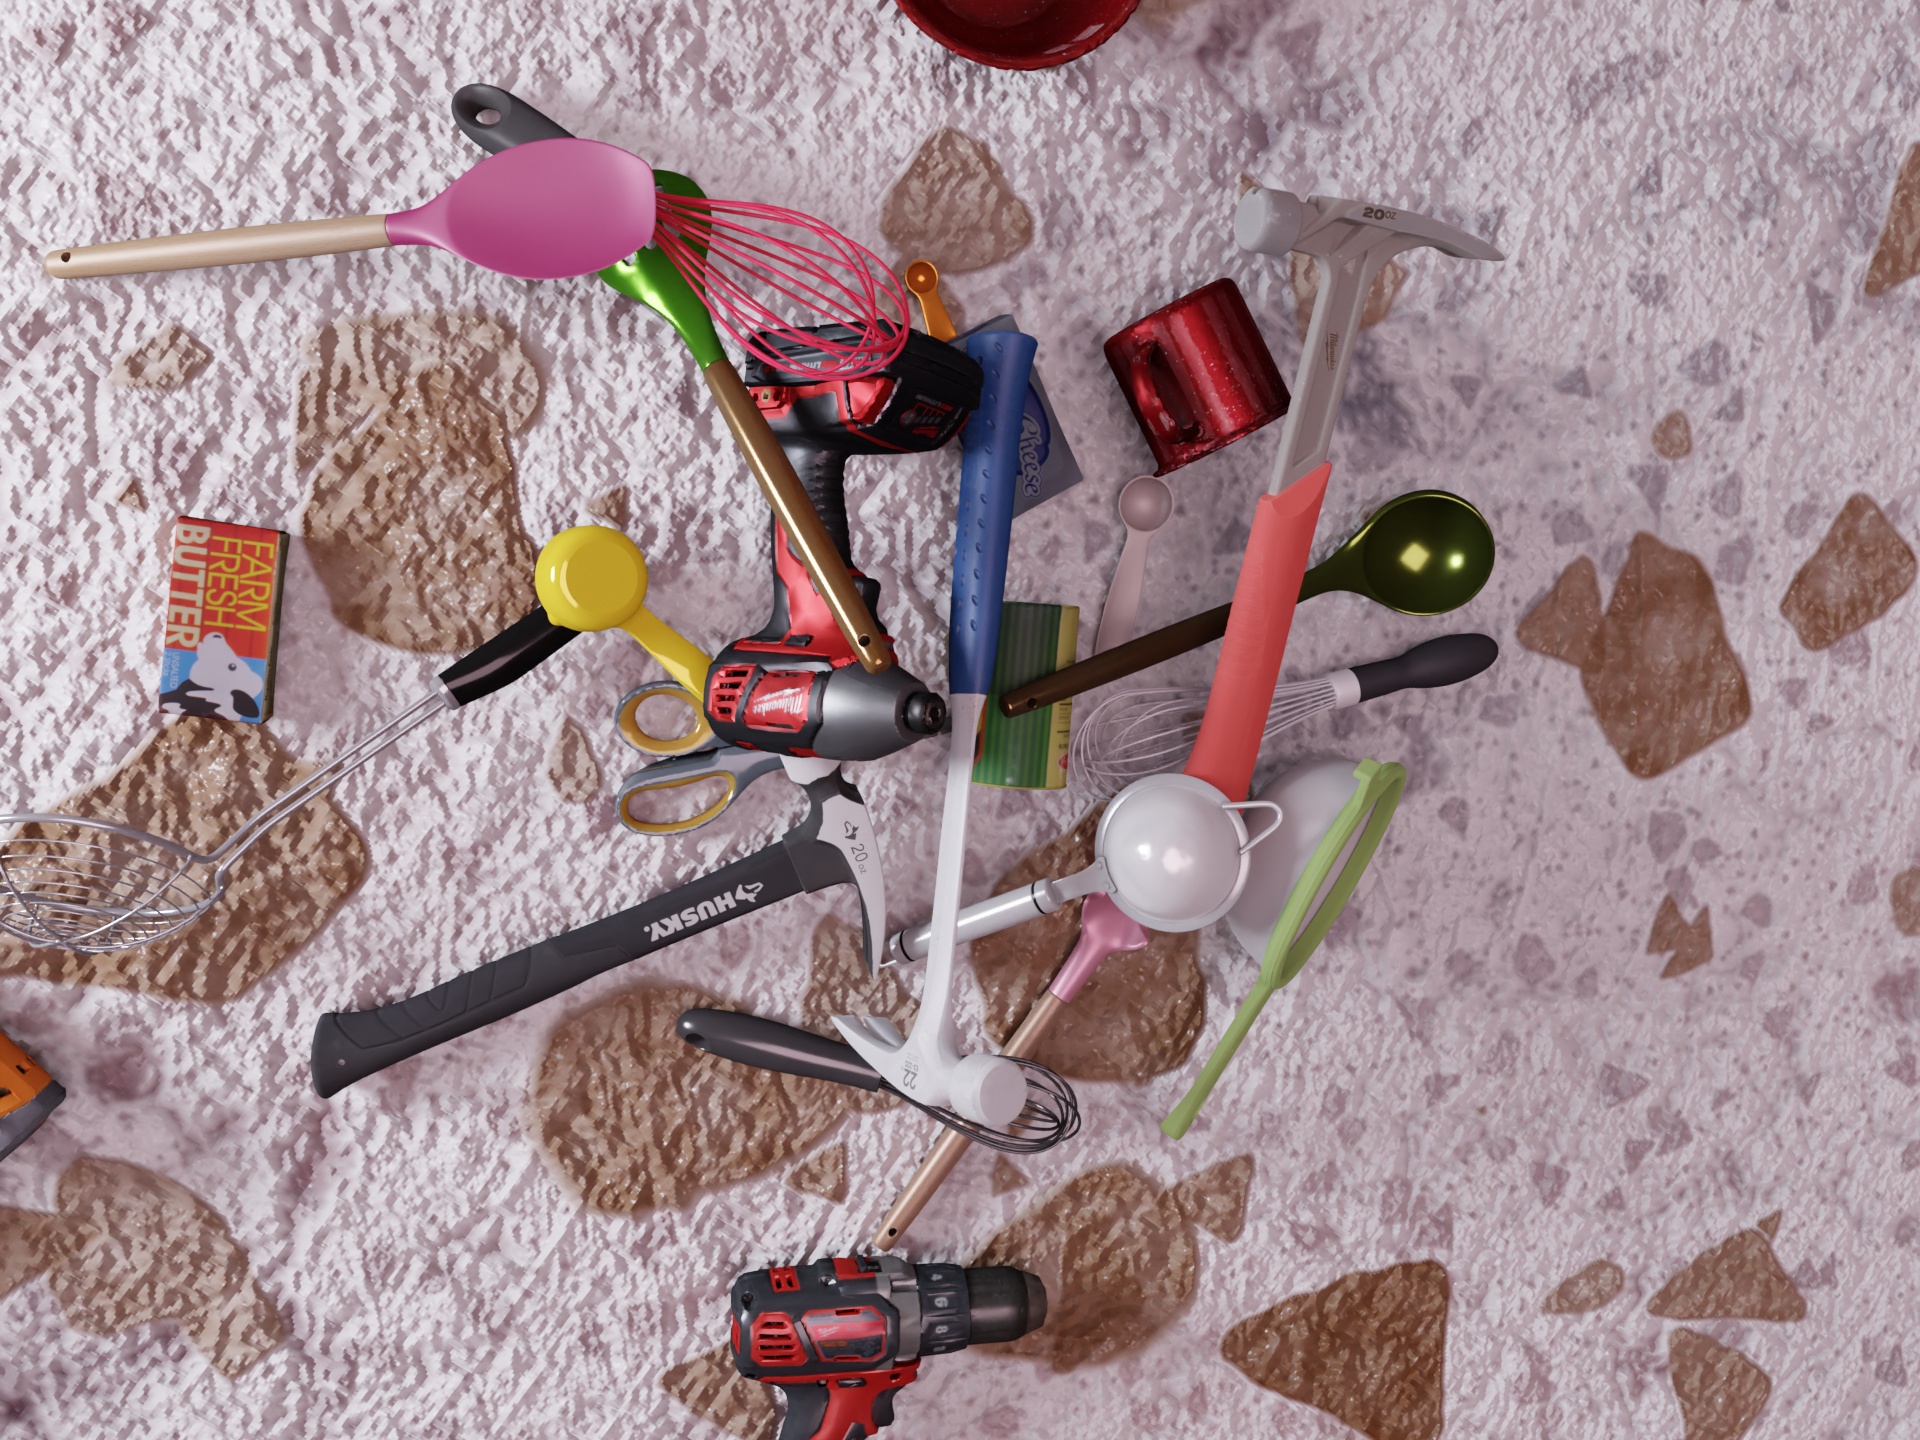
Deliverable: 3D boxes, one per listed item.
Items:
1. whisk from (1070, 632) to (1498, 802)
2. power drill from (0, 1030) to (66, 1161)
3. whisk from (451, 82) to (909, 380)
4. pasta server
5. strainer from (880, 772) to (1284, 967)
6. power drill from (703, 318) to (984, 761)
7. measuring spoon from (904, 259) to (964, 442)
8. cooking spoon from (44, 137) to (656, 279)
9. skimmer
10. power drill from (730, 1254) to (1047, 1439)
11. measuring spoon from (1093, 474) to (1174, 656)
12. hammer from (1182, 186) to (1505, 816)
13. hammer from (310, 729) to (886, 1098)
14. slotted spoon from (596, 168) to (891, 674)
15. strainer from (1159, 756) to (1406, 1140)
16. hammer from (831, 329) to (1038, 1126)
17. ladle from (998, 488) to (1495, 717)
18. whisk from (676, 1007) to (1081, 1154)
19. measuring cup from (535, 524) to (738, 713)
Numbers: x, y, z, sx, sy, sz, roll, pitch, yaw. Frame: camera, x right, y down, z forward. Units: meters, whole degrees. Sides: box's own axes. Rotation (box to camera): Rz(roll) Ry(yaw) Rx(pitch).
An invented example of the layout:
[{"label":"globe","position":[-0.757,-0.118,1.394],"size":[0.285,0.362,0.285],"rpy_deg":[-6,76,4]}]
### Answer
[{"label":"whisk","position":[0.197,-0.012,0.945],"size":[0.284,0.070,0.070],"rpy_deg":[-15,101,-14]},{"label":"power drill","position":[-0.599,0.214,0.798],"size":[0.226,0.084,0.164],"rpy_deg":[-43,103,-8]},{"label":"whisk","position":[-0.144,-0.246,0.781],"size":[0.296,0.073,0.073],"rpy_deg":[33,90,19]},{"label":"pasta server","position":[0.043,0.188,0.948],"size":[0.060,0.040,0.316],"rpy_deg":[36,91,-4]},{"label":"strainer","position":[0.055,0.096,0.883],"size":[0.258,0.050,0.087],"rpy_deg":[-23,84,25]},{"label":"power drill","position":[-0.058,-0.088,0.826],"size":[0.078,0.143,0.220],"rpy_deg":[9,88,-52]},{"label":"measuring spoon","position":[-0.006,-0.203,0.900],"size":[0.021,0.011,0.117],"rpy_deg":[-25,105,-15]},{"label":"cooking spoon","position":[-0.300,-0.237,0.774],"size":[0.319,0.017,0.069],"rpy_deg":[-3,86,9]},{"label":"skimmer","position":[-0.337,0.002,0.832],"size":[0.363,0.127,0.090],"rpy_deg":[-37,67,-16]},{"label":"power drill","position":[-0.043,0.429,0.946],"size":[0.188,0.080,0.226],"rpy_deg":[0,95,-12]},{"label":"measuring spoon","position":[0.096,-0.084,0.936],"size":[0.034,0.018,0.124],"rpy_deg":[10,102,-15]},{"label":"hammer","position":[0.178,-0.091,0.853],"size":[0.149,0.037,0.359],"rpy_deg":[4,107,-24]},{"label":"hammer","position":[-0.200,0.131,0.886],"size":[0.335,0.035,0.146],"rpy_deg":[-23,109,-5]},{"label":"slotted spoon","position":[-0.109,-0.158,0.798],"size":[0.070,0.031,0.314],"rpy_deg":[-30,74,6]},{"label":"strainer","position":[0.169,0.123,0.937],"size":[0.069,0.151,0.256],"rpy_deg":[32,95,21]},{"label":"hammer","position":[-0.001,-0.003,0.847],"size":[0.035,0.144,0.405],"rpy_deg":[8,86,-34]},{"label":"ladle","position":[0.167,-0.058,0.898],"size":[0.320,0.062,0.078],"rpy_deg":[-22,118,-21]},{"label":"whisk","position":[-0.047,0.201,0.912],"size":[0.239,0.055,0.055],"rpy_deg":[14,95,0]},{"label":"measuring cup","position":[-0.158,-0.044,0.853],"size":[0.156,0.029,0.062],"rpy_deg":[42,74,-20]}]
